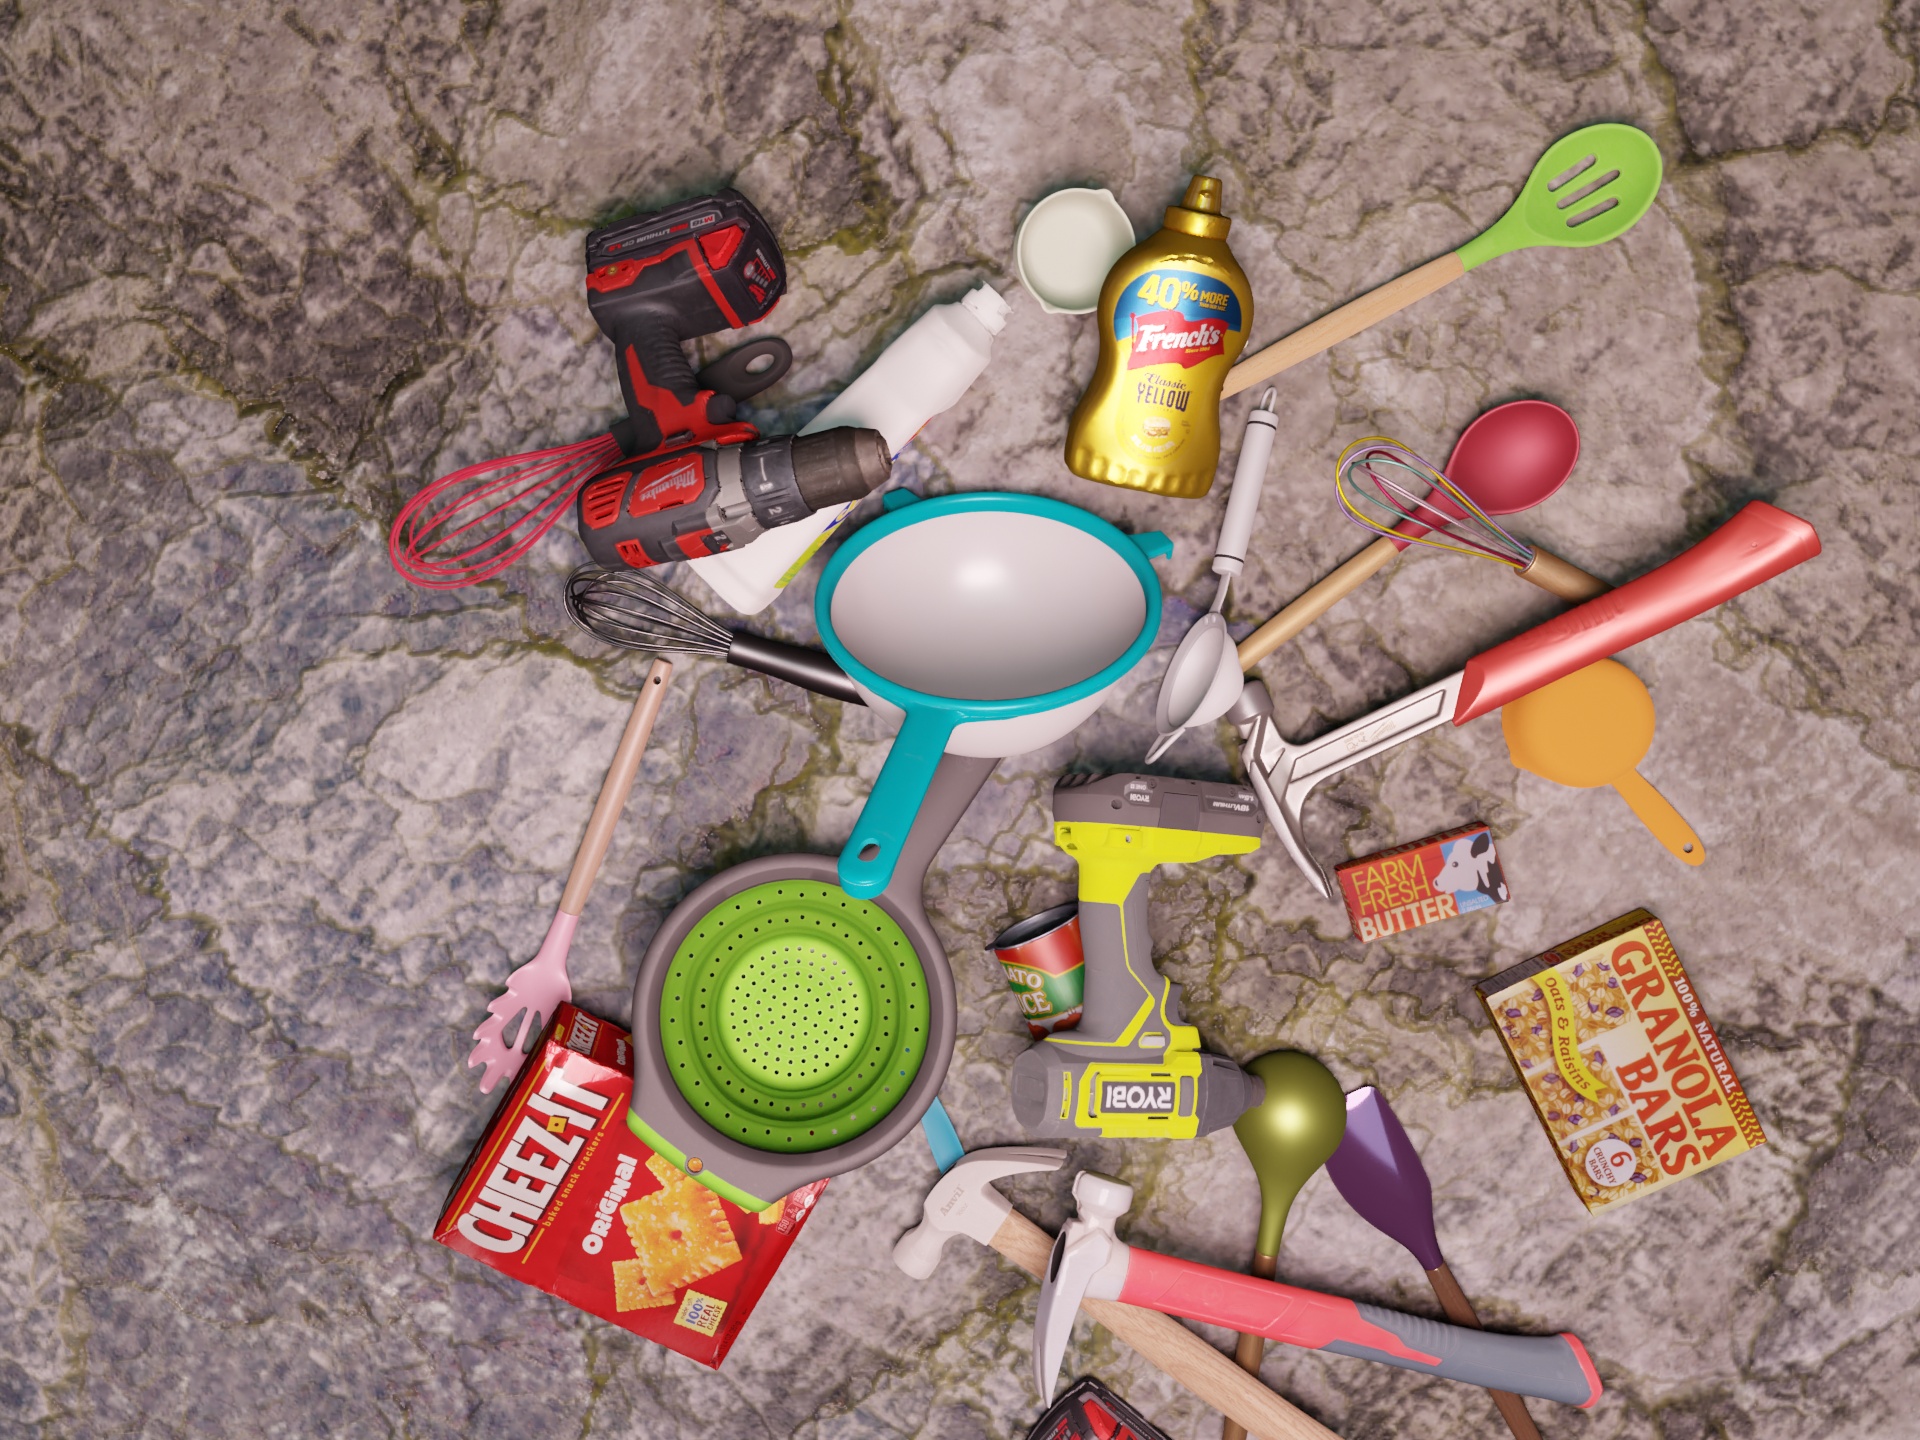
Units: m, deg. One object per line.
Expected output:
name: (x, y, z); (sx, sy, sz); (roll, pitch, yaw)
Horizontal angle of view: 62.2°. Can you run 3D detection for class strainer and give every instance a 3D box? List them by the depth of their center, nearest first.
strainer: (-0.002, -0.003, 0.948); (0.211, 0.341, 0.095); (11, 136, 13)
strainer: (0.172, -0.091, 1.020); (0.050, 0.087, 0.258); (15, 86, -14)

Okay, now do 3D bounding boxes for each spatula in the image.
spatula: (0.333, 0.394, 1.084); (0.060, 0.018, 0.316); (-29, 92, 10)

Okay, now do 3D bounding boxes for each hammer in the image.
hammer: (0.350, -0.025, 0.985); (0.359, 0.036, 0.149); (-27, 82, 18)
hammer: (0.237, 0.407, 1.031); (0.386, 0.038, 0.143); (17, 84, -11)
hammer: (0.122, 0.404, 1.068); (0.331, 0.031, 0.130); (34, 103, 6)

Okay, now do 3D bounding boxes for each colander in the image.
colander: (-0.063, 0.125, 1.055); (0.204, 0.094, 0.397); (34, 79, 0)

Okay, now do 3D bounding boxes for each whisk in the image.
whisk: (0.339, -0.113, 0.995); (0.245, 0.051, 0.047); (23, 58, -16)
whisk: (-0.241, -0.173, 1.043); (0.296, 0.073, 0.073); (-29, 94, -1)
whisk: (-0.149, -0.052, 1.056); (0.239, 0.055, 0.055); (18, 97, -3)

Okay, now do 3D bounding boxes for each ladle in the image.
ladle: (0.260, -0.097, 1.034); (0.315, 0.031, 0.069); (-37, 97, 8)
ladle: (0.205, 0.379, 1.085); (0.078, 0.062, 0.320); (8, 103, 6)

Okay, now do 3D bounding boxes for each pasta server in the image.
pasta server: (-0.257, 0.107, 1.080); (0.060, 0.040, 0.316); (21, 96, -11)

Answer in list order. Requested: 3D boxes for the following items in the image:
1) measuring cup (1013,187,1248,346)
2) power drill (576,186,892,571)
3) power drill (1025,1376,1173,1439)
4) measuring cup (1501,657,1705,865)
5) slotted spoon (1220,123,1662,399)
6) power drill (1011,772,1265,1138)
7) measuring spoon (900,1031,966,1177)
measuring cup: (0.110, -0.281, 1.024); (0.167, 0.038, 0.083); (24, 101, -16)
power drill: (-0.141, -0.206, 0.962); (0.188, 0.080, 0.227); (-12, 65, 12)
power drill: (0.095, 0.524, 1.010); (0.143, 0.220, 0.078); (39, 97, -1)
measuring cup: (0.427, 0.031, 1.023); (0.095, 0.052, 0.173); (-42, 90, 6)
slotted spoon: (0.293, -0.281, 1.013); (0.314, 0.031, 0.070); (-27, 94, 8)
power drill: (0.124, 0.150, 1.006); (0.171, 0.080, 0.223); (7, 84, -26)
measuring spoon: (-0.018, 0.269, 1.097); (0.042, 0.021, 0.128); (-19, 104, 6)
